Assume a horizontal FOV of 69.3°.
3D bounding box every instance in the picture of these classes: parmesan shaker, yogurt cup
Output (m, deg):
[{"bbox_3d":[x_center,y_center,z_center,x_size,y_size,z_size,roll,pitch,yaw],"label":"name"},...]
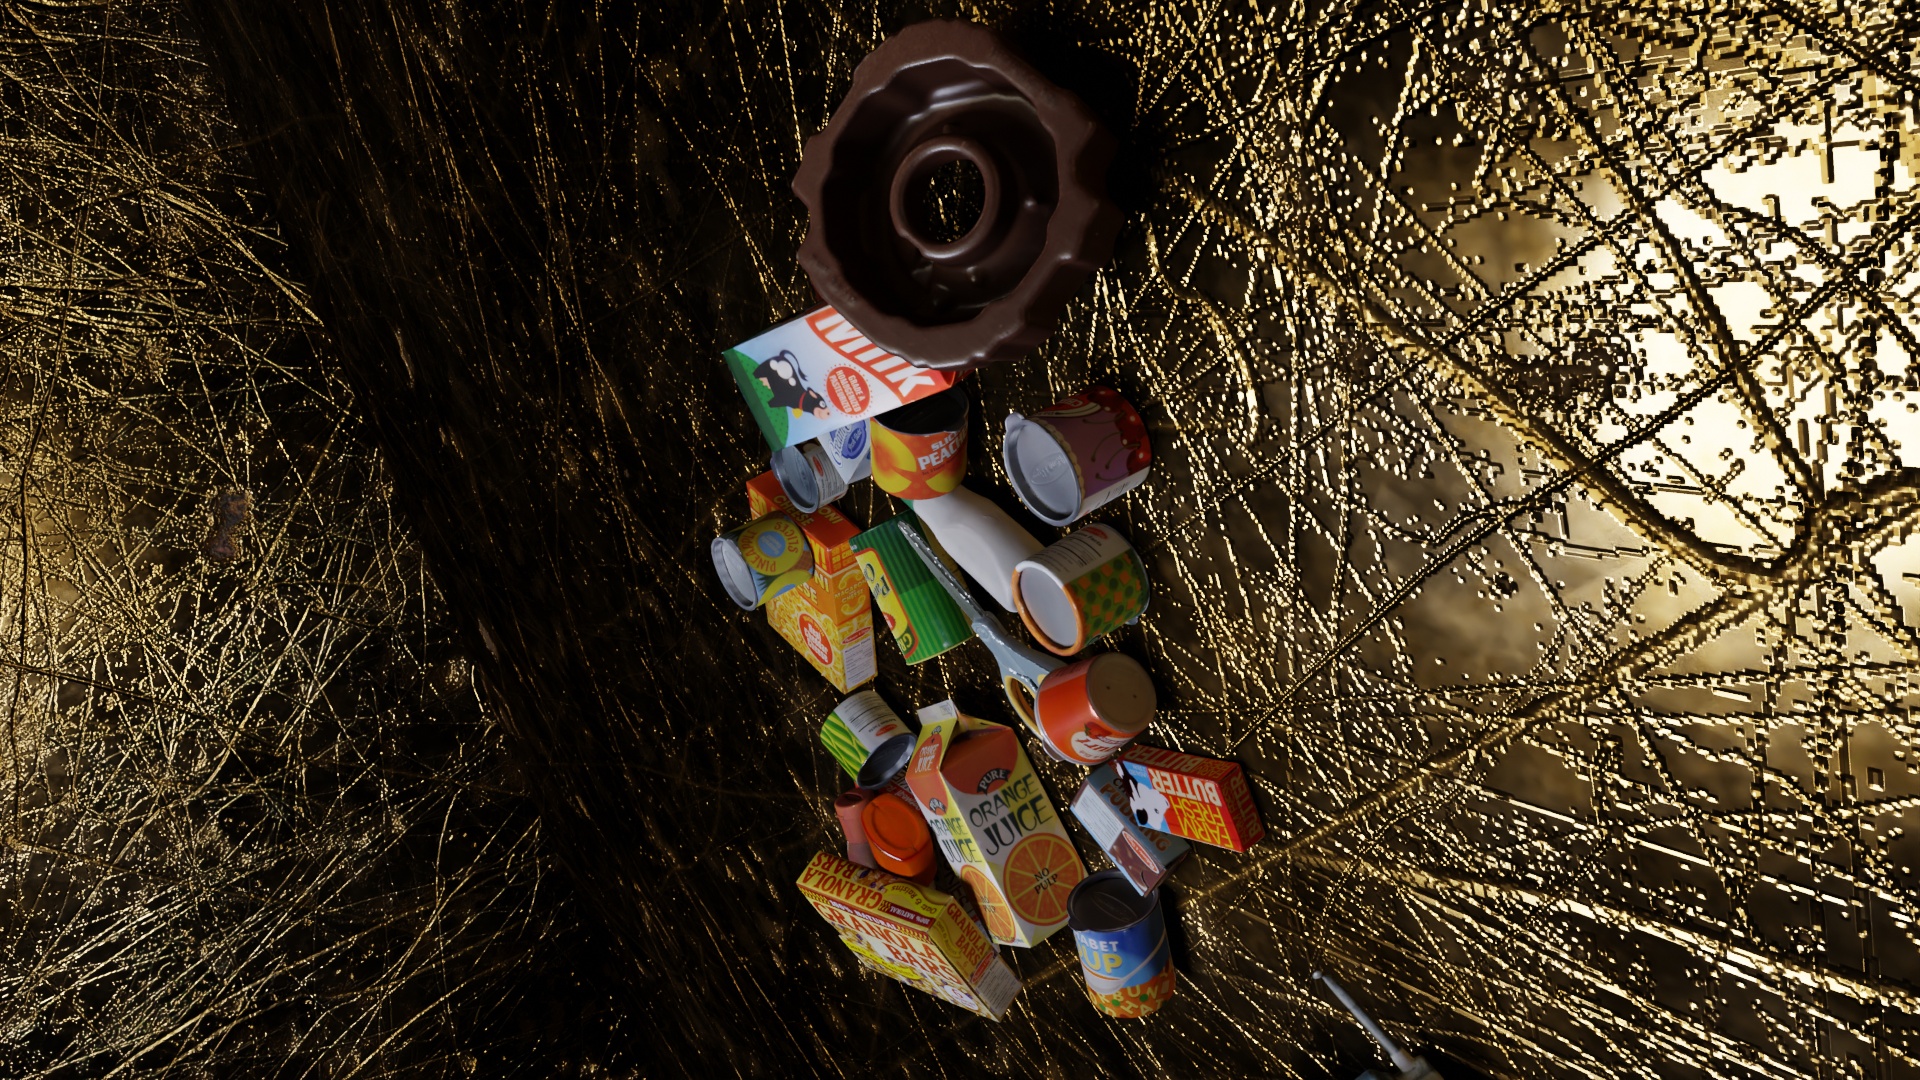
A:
[{"bbox_3d":[-0.032,0.031,1.025,0.071,0.071,0.103,-22,95,61],"label":"parmesan shaker"},{"bbox_3d":[0.089,0.106,0.895,0.072,0.073,0.053,59,143,6],"label":"yogurt cup"}]

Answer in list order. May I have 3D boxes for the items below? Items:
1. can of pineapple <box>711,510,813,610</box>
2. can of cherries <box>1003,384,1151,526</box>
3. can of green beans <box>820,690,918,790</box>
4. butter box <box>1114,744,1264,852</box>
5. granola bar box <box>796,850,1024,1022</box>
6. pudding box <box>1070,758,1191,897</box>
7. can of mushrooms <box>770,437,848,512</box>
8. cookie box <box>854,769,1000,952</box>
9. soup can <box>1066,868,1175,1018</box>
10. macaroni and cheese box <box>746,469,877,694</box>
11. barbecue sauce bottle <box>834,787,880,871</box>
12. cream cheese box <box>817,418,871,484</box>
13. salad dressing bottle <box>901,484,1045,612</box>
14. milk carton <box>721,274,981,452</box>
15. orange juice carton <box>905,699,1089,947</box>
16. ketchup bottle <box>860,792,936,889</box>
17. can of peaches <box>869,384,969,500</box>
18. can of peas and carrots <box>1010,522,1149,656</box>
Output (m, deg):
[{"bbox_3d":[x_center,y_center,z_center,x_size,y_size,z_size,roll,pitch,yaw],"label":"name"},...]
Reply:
[{"bbox_3d":[-0.162,0.015,1.137,0.071,0.058,0.070,37,143,36],"label":"can of pineapple"},{"bbox_3d":[0.067,-0.052,0.803,0.071,0.058,0.071,39,144,36],"label":"can of cherries"},{"bbox_3d":[-0.081,0.175,1.220,0.058,0.071,0.070,44,146,30],"label":"can of green beans"},{"bbox_3d":[0.146,0.165,0.893,0.103,0.024,0.053,-1,114,59],"label":"butter box"},{"bbox_3d":[-0.044,0.322,1.136,0.165,0.039,0.123,4,136,46],"label":"granola bar box"},{"bbox_3d":[0.117,0.200,0.964,0.084,0.030,0.049,49,147,23],"label":"pudding box"},{"bbox_3d":[-0.123,-0.059,1.125,0.071,0.033,0.070,38,144,36],"label":"can of mushrooms"},{"bbox_3d":[-0.032,0.296,1.271,0.123,0.040,0.166,19,129,51],"label":"cookie box"},{"bbox_3d":[0.115,0.292,1.001,0.071,0.071,0.083,19,130,51],"label":"soup can"},{"bbox_3d":[-0.127,0.034,1.204,0.124,0.040,0.165,37,143,37],"label":"macaroni and cheese box"},{"bbox_3d":[-0.072,0.294,1.245,0.065,0.044,0.148,4,118,55],"label":"barbecue sauce bottle"},{"bbox_3d":[-0.076,-0.088,1.035,0.053,0.024,0.103,57,150,11],"label":"cream cheese box"},{"bbox_3d":[0.003,-0.012,0.953,0.148,0.044,0.064,43,159,32],"label":"salad dressing bottle"},{"bbox_3d":[-0.045,-0.121,0.840,0.190,0.073,0.073,-16,107,36],"label":"milk carton"},{"bbox_3d":[0.023,0.213,1.080,0.192,0.073,0.071,62,153,1],"label":"orange juice carton"},{"bbox_3d":[-0.046,0.265,1.152,0.065,0.044,0.148,42,159,28],"label":"ketchup bottle"},{"bbox_3d":[-0.026,-0.068,0.930,0.071,0.071,0.057,40,144,34],"label":"can of peaches"},{"bbox_3d":[0.074,0.032,0.861,0.071,0.059,0.070,39,143,37],"label":"can of peas and carrots"}]
